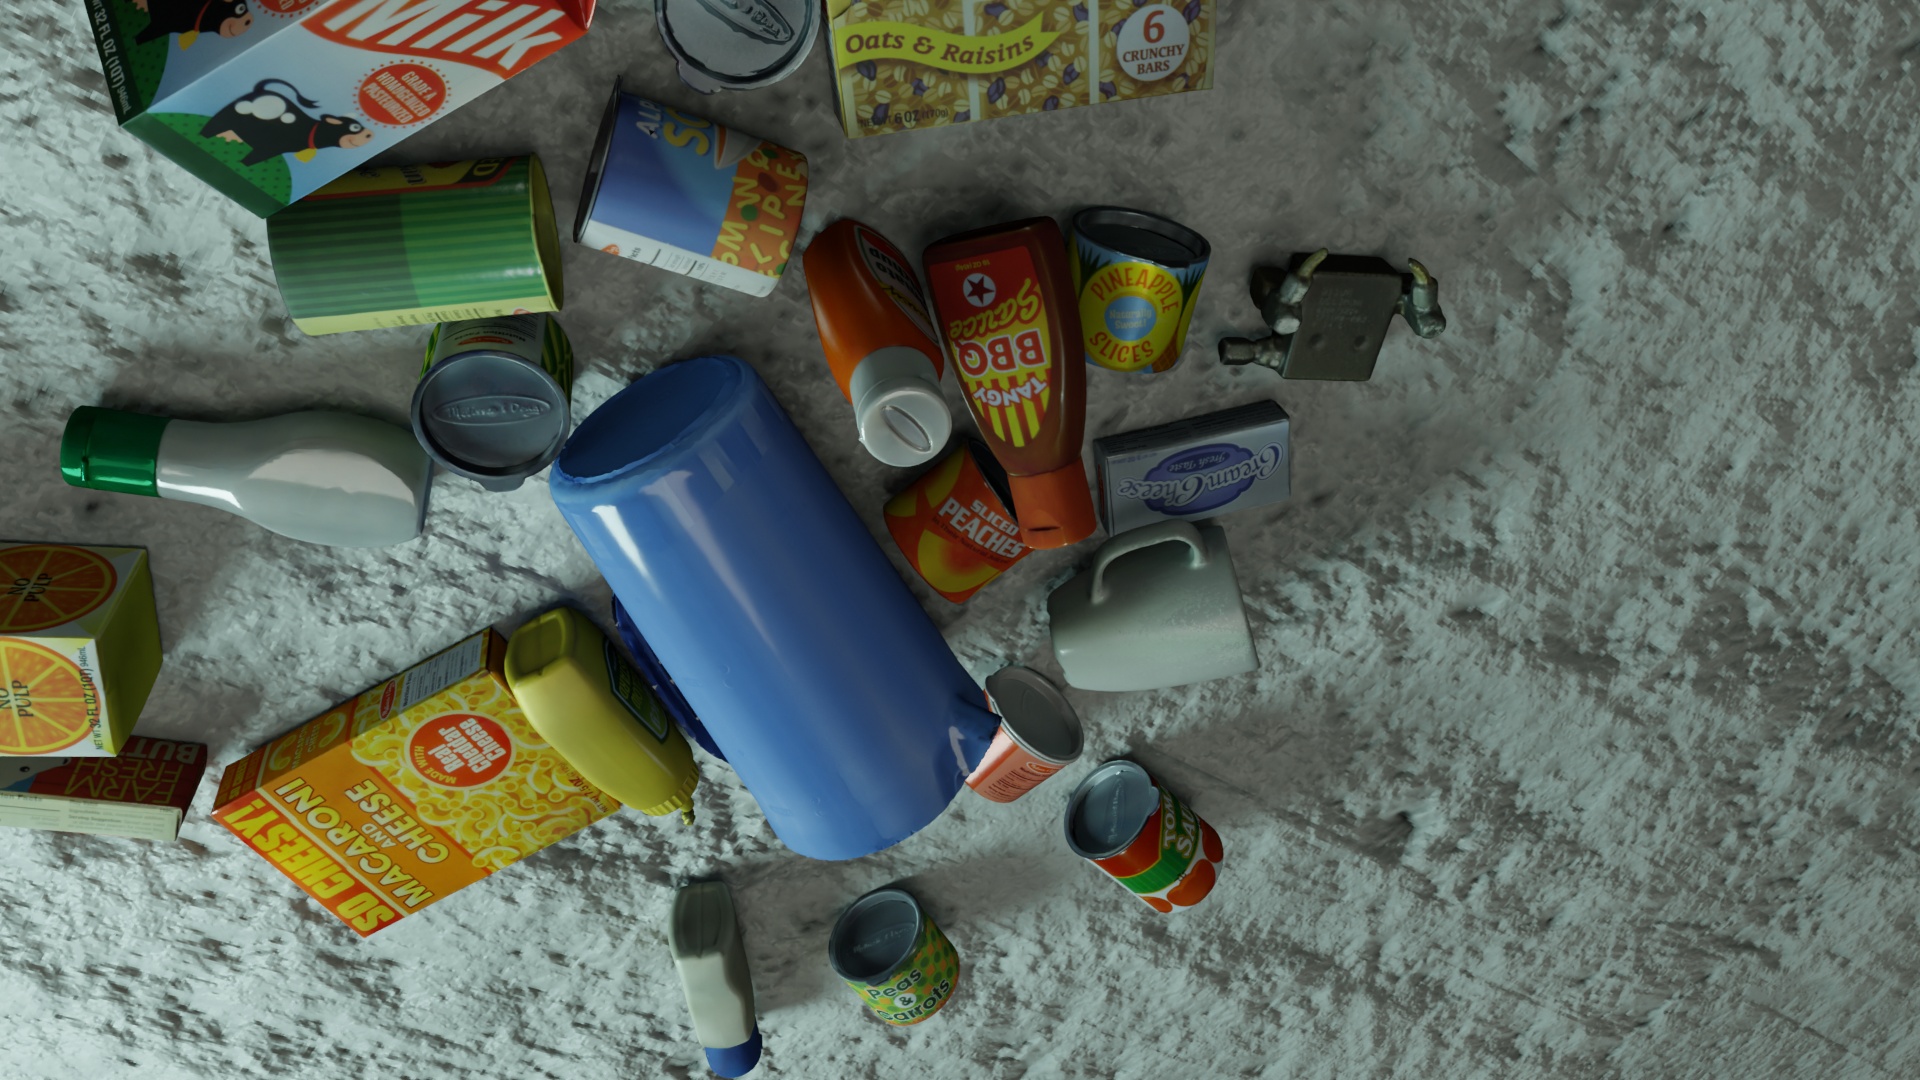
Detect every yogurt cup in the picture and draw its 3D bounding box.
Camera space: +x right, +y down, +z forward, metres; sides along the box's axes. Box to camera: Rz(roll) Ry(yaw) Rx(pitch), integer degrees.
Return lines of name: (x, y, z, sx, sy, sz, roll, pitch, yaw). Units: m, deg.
yogurt cup: (0.030, 0.115, 0.803, 0.072, 0.073, 0.053, 26, 122, -27)

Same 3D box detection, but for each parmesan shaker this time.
parmesan shaker: (-0.224, -0.123, 0.577, 0.103, 0.071, 0.071, -7, 125, -8)

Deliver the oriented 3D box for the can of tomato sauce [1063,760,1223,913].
can of tomato sauce: (0.117, 0.185, 0.868, 0.071, 0.071, 0.083, -39, 124, 14)

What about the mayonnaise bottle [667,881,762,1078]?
mayonnaise bottle: (-0.152, 0.283, 0.875, 0.041, 0.065, 0.147, -7, 128, -5)

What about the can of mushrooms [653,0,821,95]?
can of mushrooms: (-0.093, -0.219, 0.567, 0.071, 0.033, 0.070, -7, 125, -10)

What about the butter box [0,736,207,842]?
butter box: (-0.443, 0.121, 0.700, 0.103, 0.053, 0.024, 11, 118, -20)

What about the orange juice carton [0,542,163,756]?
orange juice carton: (-0.481, 0.047, 0.629, 0.193, 0.073, 0.071, 3, 123, -15)

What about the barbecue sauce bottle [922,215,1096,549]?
barbecue sauce bottle: (0.030, -0.070, 0.641, 0.065, 0.044, 0.148, -5, 110, 28)

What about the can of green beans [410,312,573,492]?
can of green beans: (-0.209, -0.069, 0.625, 0.071, 0.058, 0.071, -6, 124, -9)

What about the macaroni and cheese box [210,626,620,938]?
macaroni and cheese box: (-0.289, 0.134, 0.753, 0.166, 0.040, 0.123, -27, 125, 5)

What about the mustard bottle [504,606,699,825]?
mustard bottle: (-0.182, 0.105, 0.747, 0.049, 0.065, 0.159, -28, 130, 3)

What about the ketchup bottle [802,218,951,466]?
ketchup bottle: (-0.034, -0.084, 0.600, 0.043, 0.149, 0.064, -39, 123, 15)

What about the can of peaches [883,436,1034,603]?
can of peaches: (0.003, -0.009, 0.708, 0.058, 0.071, 0.071, -37, 124, 13)

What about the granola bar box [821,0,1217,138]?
granola bar box: (0.023, -0.242, 0.576, 0.166, 0.039, 0.123, -10, 125, -7)

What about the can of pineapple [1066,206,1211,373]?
can of pineapple: (0.079, -0.117, 0.654, 0.071, 0.071, 0.057, 3, 123, -15)

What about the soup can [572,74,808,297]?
soup can: (-0.114, -0.149, 0.590, 0.084, 0.071, 0.071, 14, 119, -22)

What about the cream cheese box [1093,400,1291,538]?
cream cheese box: (0.125, -0.038, 0.746, 0.104, 0.024, 0.053, -13, 126, -5)

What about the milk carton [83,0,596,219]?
milk carton: (-0.210, -0.205, 0.508, 0.190, 0.072, 0.073, -28, 161, 5)

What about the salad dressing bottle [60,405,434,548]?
salad dressing bottle: (-0.320, -0.032, 0.632, 0.148, 0.044, 0.064, 8, 123, -17)

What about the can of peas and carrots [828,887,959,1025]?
can of peas and carrots: (-0.041, 0.267, 0.883, 0.071, 0.071, 0.058, -28, 126, 6)
